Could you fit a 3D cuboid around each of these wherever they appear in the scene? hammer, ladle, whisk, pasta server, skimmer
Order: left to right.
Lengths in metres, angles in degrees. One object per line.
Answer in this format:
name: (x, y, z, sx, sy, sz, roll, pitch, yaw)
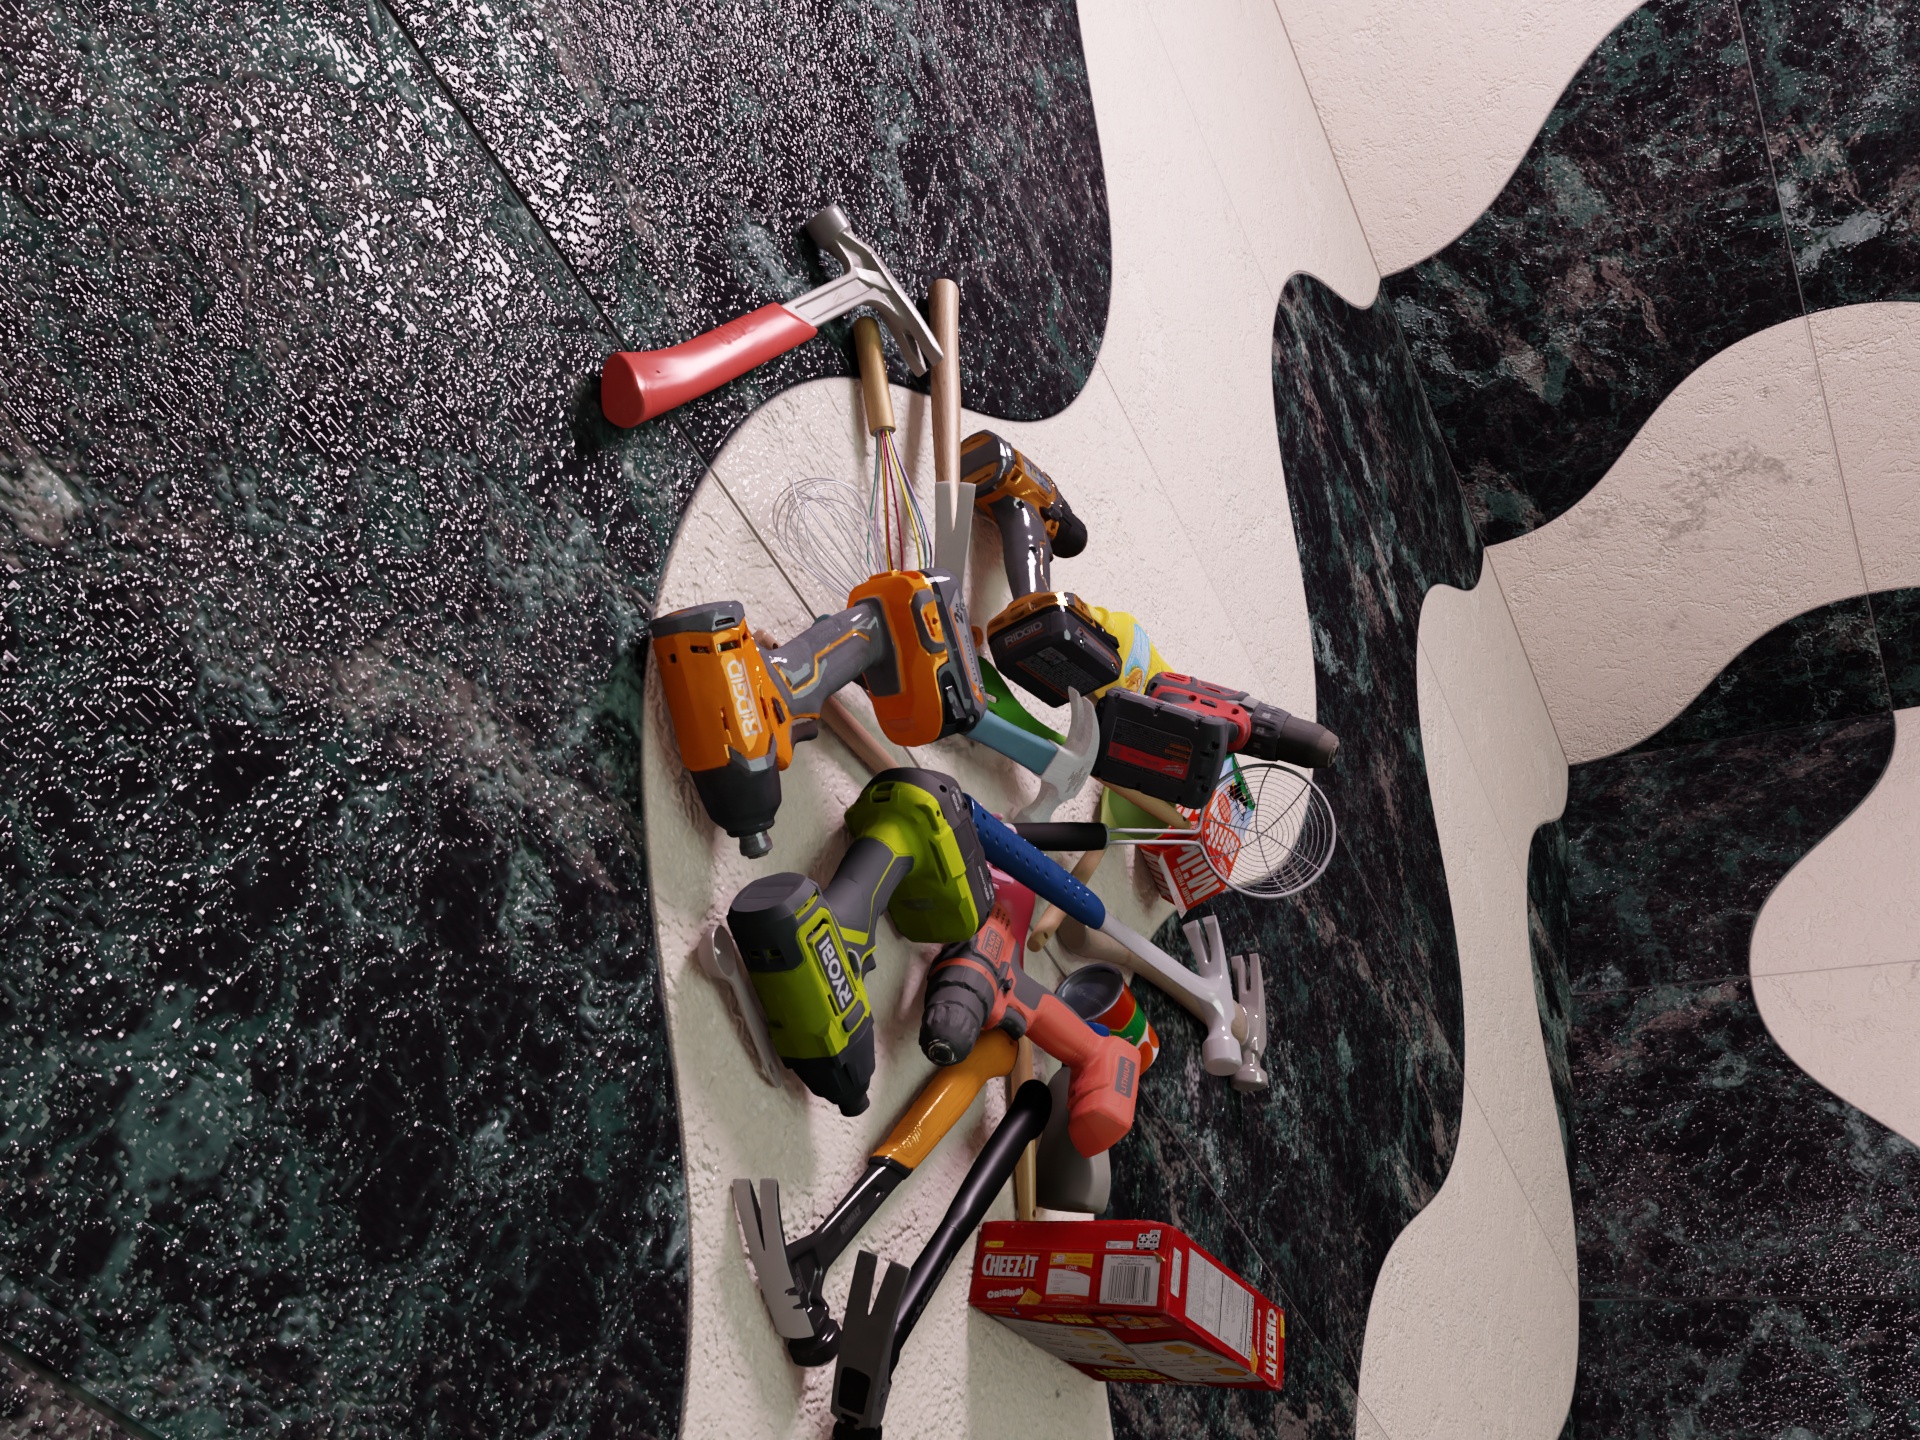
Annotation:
hammer: (-0.134, -0.271, 1.144, 0.149, 0.036, 0.359, 54, 36, -9)
whisk: (-0.061, -0.209, 1.270, 0.047, 0.051, 0.245, 87, -7, -76)
whisk: (-0.057, -0.081, 1.212, 0.284, 0.070, 0.070, 55, 37, -41)
pasta server: (-0.052, 0.032, 1.189, 0.315, 0.040, 0.060, 48, 50, -39)
hammer: (-0.041, 0.292, 1.111, 0.337, 0.034, 0.127, -35, 111, -58)
hammer: (-0.012, -0.241, 1.329, 0.130, 0.031, 0.332, 99, -9, -59)
hammer: (-0.003, 0.348, 1.109, 0.335, 0.035, 0.146, -41, 142, -60)
hammer: (-0.002, -0.004, 1.250, 0.330, 0.033, 0.128, 28, 100, -46)
ladle: (0.047, 0.250, 1.288, 0.069, 0.031, 0.316, 20, 64, -56)
ladle: (0.125, 0.121, 1.413, 0.078, 0.062, 0.320, 59, 29, -7)
hammer: (0.118, 0.161, 1.318, 0.405, 0.035, 0.144, 38, 39, -40)
hammer: (0.204, 0.241, 1.549, 0.410, 0.038, 0.146, 38, 46, -48)
skimmer: (0.186, 0.097, 1.395, 0.363, 0.090, 0.127, 4, 77, -42)

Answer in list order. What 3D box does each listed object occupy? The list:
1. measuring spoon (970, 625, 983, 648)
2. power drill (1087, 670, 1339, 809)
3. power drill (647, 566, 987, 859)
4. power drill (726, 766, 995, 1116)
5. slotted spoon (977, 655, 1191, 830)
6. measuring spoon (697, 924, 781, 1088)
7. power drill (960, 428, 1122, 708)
measuring spoon: (-0.007, -0.063, 1.333, 0.117, 0.011, 0.021, -29, 103, -63)
power drill: (0.227, 0.015, 1.424, 0.226, 0.188, 0.080, -18, 123, -63)
power drill: (-0.090, -0.011, 1.058, 0.226, 0.084, 0.164, -18, 97, -42)
power drill: (-0.062, 0.145, 1.090, 0.223, 0.080, 0.171, -48, 125, -53)
slotted spoon: (0.104, 0.033, 1.405, 0.313, 0.031, 0.070, 32, 45, -35)
measuring spoon: (-0.141, 0.184, 1.006, 0.034, 0.018, 0.124, -81, 155, -64)
power drill: (0.076, -0.128, 1.407, 0.185, 0.084, 0.226, 31, 40, -53)
